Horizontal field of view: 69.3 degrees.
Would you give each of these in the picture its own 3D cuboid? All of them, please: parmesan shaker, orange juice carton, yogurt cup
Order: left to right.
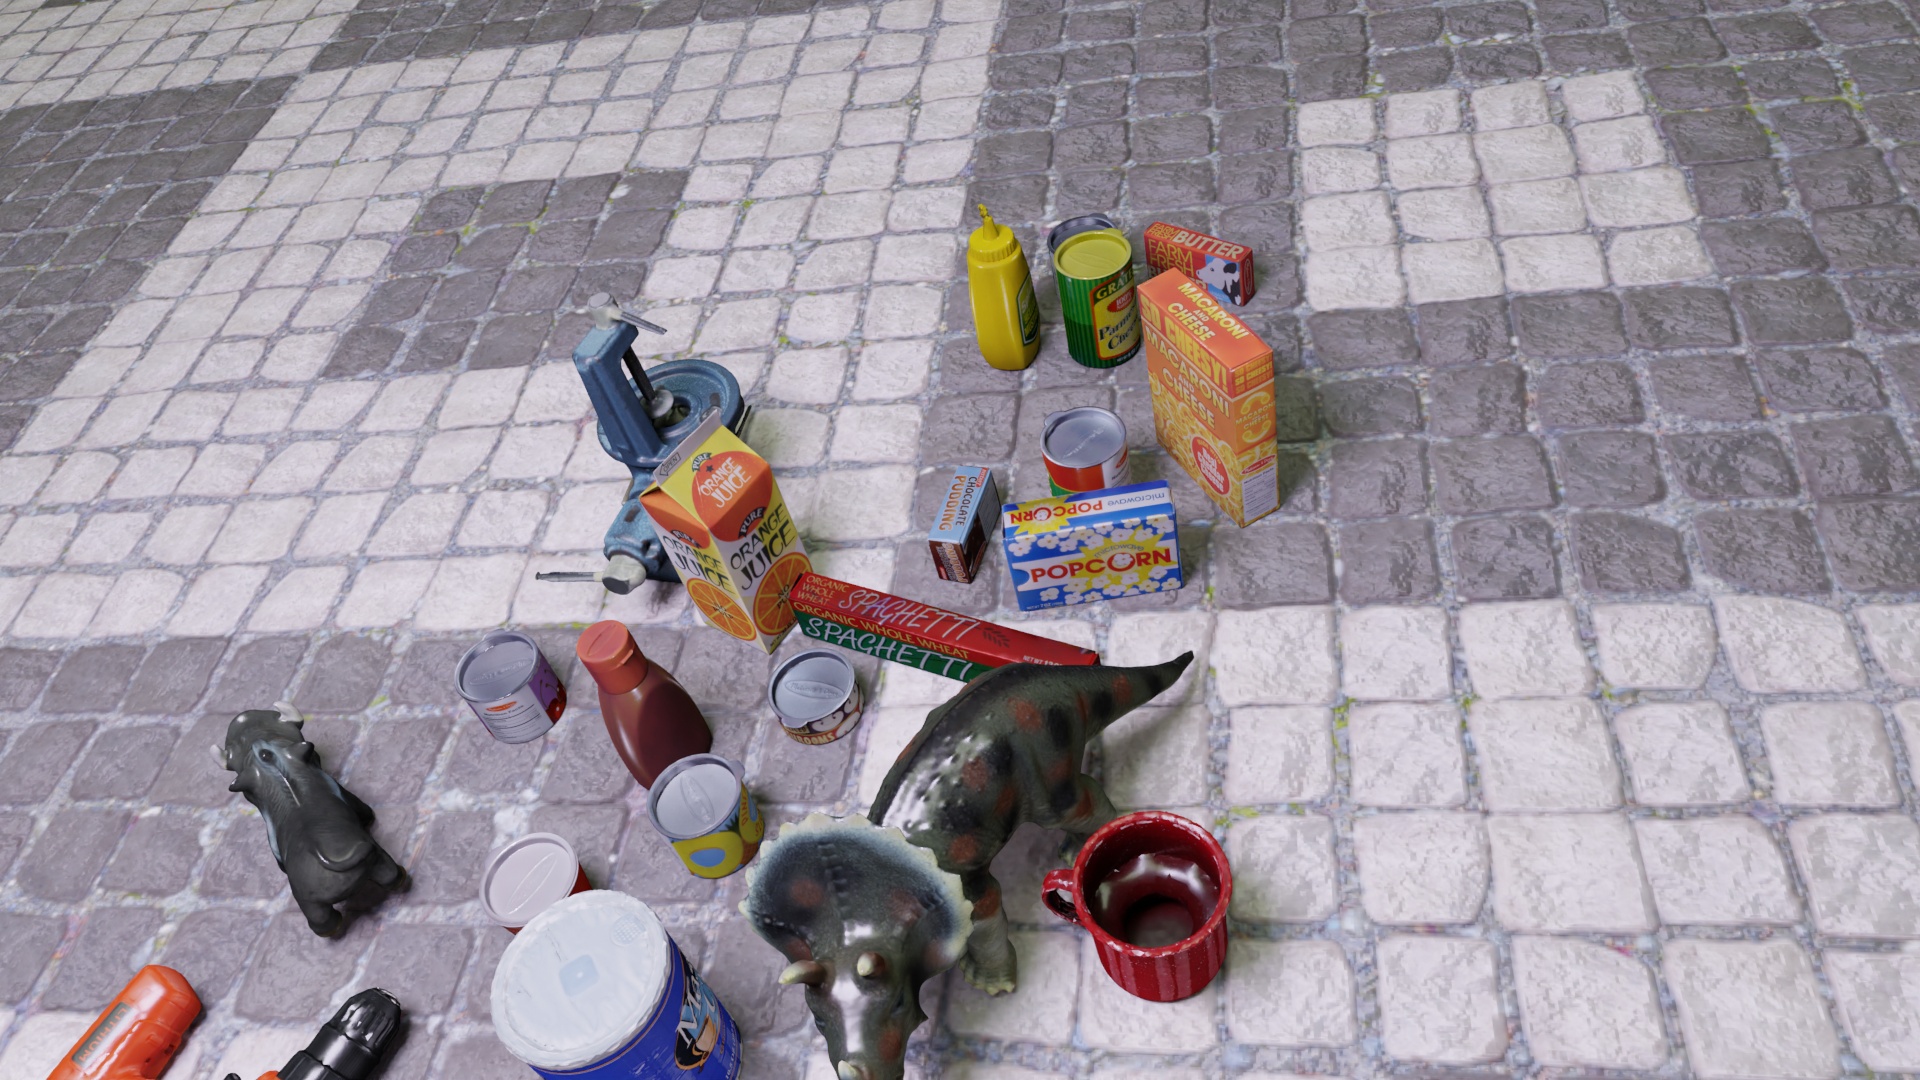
[{"bbox_3d":[-0.282,0.240,0.937,0.072,0.053,0.073,-7,47,8],"label":"yogurt cup"},{"bbox_3d":[-0.175,-0.008,1.040,0.073,0.191,0.072,22,57,30],"label":"orange juice carton"},{"bbox_3d":[0.122,-0.210,1.210,0.071,0.102,0.072,-7,47,8],"label":"parmesan shaker"}]

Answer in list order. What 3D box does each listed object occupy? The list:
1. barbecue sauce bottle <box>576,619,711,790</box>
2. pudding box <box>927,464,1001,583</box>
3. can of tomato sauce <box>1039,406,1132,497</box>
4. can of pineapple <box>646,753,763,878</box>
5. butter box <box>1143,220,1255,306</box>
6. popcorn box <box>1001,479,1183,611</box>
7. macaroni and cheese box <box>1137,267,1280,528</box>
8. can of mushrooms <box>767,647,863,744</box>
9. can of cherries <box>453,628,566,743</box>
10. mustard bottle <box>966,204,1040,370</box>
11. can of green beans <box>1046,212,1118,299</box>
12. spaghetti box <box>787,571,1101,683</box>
[{"bbox_3d":[-0.223,0.114,0.972,0.044,0.147,0.065,18,55,28],"label":"barbecue sauce bottle"},{"bbox_3d":[0.004,-0.014,1.098,0.030,0.049,0.084,6,51,19],"label":"pudding box"},{"bbox_3d":[0.099,-0.053,1.088,0.071,0.082,0.071,-7,47,8],"label":"can of tomato sauce"},{"bbox_3d":[-0.172,0.189,0.953,0.071,0.057,0.071,-7,47,8],"label":"can of pineapple"},{"bbox_3d":[0.215,-0.251,1.258,0.103,0.053,0.024,25,59,32],"label":"butter box"},{"bbox_3d":[0.099,0.005,1.033,0.127,0.084,0.038,-9,47,6],"label":"popcorn box"},{"bbox_3d":[0.190,-0.108,1.057,0.040,0.165,0.124,-28,48,-11],"label":"macaroni and cheese box"},{"bbox_3d":[-0.107,0.116,1.019,0.071,0.033,0.071,-7,47,8],"label":"can of mushrooms"},{"bbox_3d":[-0.344,0.111,1.067,0.071,0.058,0.072,-7,47,8],"label":"can of cherries"},{"bbox_3d":[0.035,-0.222,1.204,0.049,0.159,0.065,7,51,20],"label":"mustard bottle"},{"bbox_3d":[0.117,-0.258,1.286,0.071,0.057,0.071,-7,47,8],"label":"can of green beans"},{"bbox_3d":[-0.015,0.075,1.023,0.250,0.050,0.029,14,54,25],"label":"spaghetti box"}]
